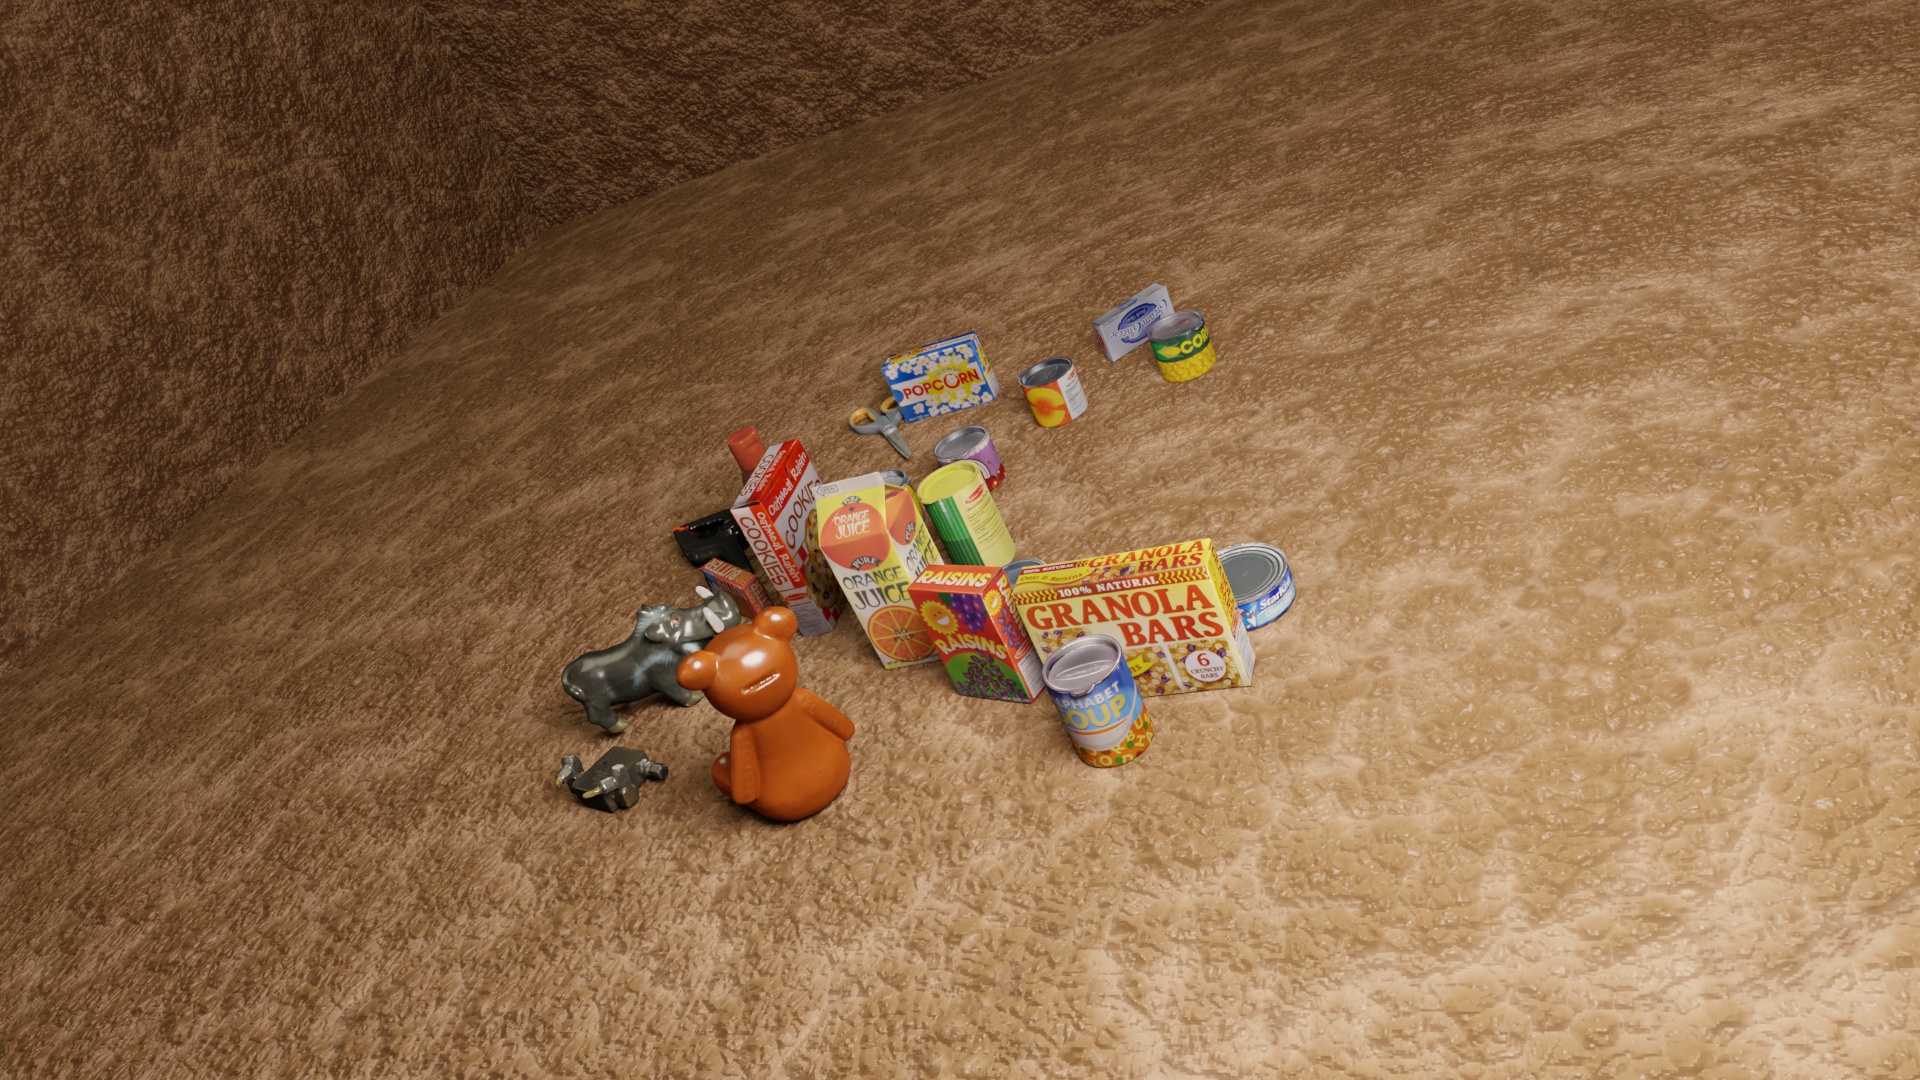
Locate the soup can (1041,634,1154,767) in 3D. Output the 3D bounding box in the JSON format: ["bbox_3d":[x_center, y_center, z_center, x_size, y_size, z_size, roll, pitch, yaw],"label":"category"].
[{"bbox_3d":[0.108,0.128,1.088,0.071,0.083,0.072,-19,29,11],"label":"soup can"}]

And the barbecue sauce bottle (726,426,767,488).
[{"bbox_3d":[-0.220,-0.060,1.600,0.065,0.148,0.044,-38,30,-22],"label":"barbecue sauce bottle"}]

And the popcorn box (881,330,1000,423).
[{"bbox_3d":[-0.024,-0.206,1.757,0.126,0.085,0.038,-13,30,22],"label":"popcorn box"}]

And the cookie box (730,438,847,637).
[{"bbox_3d":[-0.165,-0.004,1.440,0.040,0.166,0.123,-13,30,22],"label":"cookie box"}]

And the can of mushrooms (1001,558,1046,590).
[{"bbox_3d":[0.058,0.050,1.312,0.071,0.033,0.071,-19,29,11],"label":"can of mushrooms"}]

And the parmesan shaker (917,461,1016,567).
[{"bbox_3d":[0.005,-0.018,1.396,0.071,0.102,0.071,-19,29,11],"label":"parmesan shaker"}]

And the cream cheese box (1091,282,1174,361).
[{"bbox_3d":[0.214,-0.268,1.705,0.104,0.053,0.024,-33,29,-15],"label":"cream cheese box"}]

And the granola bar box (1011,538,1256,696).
[{"bbox_3d":[0.140,0.068,1.121,0.165,0.123,0.039,-10,32,27],"label":"granola bar box"}]

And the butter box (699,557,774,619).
[{"bbox_3d":[-0.244,0.055,1.525,0.024,0.053,0.103,-39,31,-24],"label":"butter box"}]

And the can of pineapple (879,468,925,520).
[{"bbox_3d":[-0.078,-0.038,1.545,0.071,0.057,0.071,-19,29,11],"label":"can of pineapple"}]

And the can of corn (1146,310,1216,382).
[{"bbox_3d":[0.255,-0.222,1.588,0.071,0.058,0.071,-19,29,11],"label":"can of corn"}]

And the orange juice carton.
[{"bbox_3d":[-0.068,0.021,1.294,0.071,0.192,0.073,-13,31,23],"label":"orange juice carton"}]

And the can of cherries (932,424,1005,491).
[{"bbox_3d":[0.010,-0.086,1.555,0.071,0.058,0.072,-19,29,11],"label":"can of cherries"}]

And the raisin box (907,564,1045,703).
[{"bbox_3d":[0.018,0.080,1.200,0.086,0.123,0.040,2,38,41],"label":"raisin box"}]

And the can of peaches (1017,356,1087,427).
[{"bbox_3d":[0.107,-0.173,1.625,0.071,0.058,0.071,-19,29,11],"label":"can of peaches"}]
